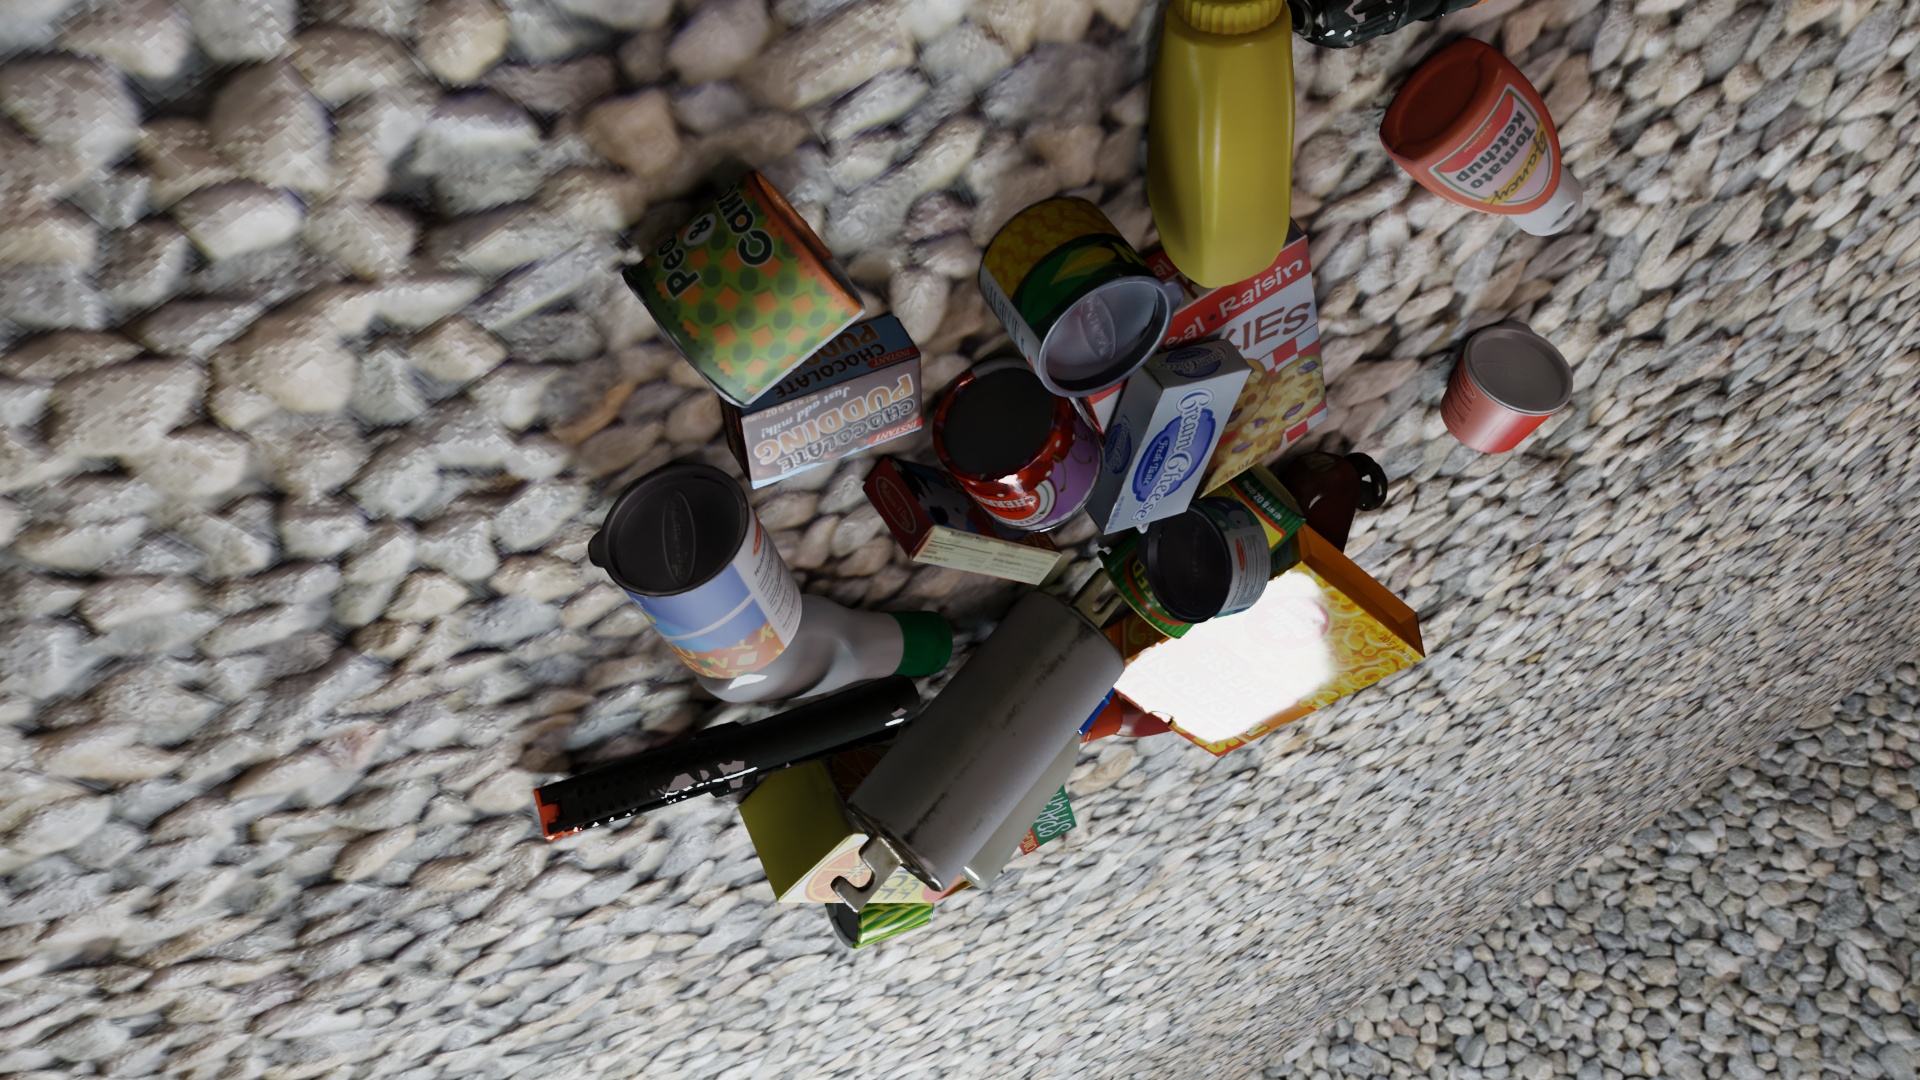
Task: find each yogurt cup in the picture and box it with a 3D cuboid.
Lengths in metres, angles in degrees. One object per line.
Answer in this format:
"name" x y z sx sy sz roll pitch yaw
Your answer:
"yogurt cup" 0.333 -0.090 0.857 0.072 0.072 0.053 -18 153 -20

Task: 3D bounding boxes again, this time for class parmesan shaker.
"parmesan shaker" 0.140 -0.002 0.812 0.103 0.071 0.071 -46 145 17

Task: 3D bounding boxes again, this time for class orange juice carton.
"orange juice carton" -0.042 0.185 0.901 0.073 0.072 0.193 -45 145 21

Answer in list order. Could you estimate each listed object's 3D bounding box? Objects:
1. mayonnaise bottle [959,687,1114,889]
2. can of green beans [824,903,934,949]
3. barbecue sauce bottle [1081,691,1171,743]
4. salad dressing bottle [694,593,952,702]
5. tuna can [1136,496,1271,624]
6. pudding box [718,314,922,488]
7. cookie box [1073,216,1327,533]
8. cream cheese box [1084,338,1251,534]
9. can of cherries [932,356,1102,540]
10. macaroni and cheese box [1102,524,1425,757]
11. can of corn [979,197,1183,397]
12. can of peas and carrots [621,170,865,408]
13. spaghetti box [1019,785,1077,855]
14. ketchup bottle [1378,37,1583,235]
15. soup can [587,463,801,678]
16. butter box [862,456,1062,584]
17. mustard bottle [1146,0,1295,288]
"mayonnaise bottle" 0.039 0.140 0.859 0.148 0.041 0.064 -51 140 -16
"can of green beans" -0.059 0.246 0.973 0.058 0.071 0.070 -11 142 -28
"barbecue sauce bottle" 0.132 0.110 0.974 0.149 0.044 0.064 -10 135 -29
"salad dressing bottle" -0.069 0.056 0.735 0.148 0.044 0.064 3 136 -44
"tuna can" 0.131 0.009 0.748 0.033 0.071 0.070 -9 141 -35
"pudding box" -0.060 -0.060 0.599 0.084 0.030 0.049 -21 147 -17
"cookie box" 0.120 -0.086 0.707 0.123 0.040 0.167 -32 149 1
"cream cheese box" 0.099 -0.050 0.674 0.053 0.024 0.103 -16 145 -25
"can of cherries" 0.027 -0.043 0.657 0.071 0.072 0.058 -35 147 5
"macaroni and cheese box" 0.185 0.067 0.880 0.123 0.040 0.166 34 130 -27
"can of corn" 0.052 -0.107 0.603 0.071 0.058 0.070 -22 146 -16
"can of peas and carrots" -0.078 -0.093 0.507 0.058 0.071 0.071 -38 147 7
"spaghetti box" 0.041 0.161 0.979 0.050 0.029 0.249 -28 147 -5
"ketchup bottle" 0.264 -0.190 0.685 0.149 0.044 0.064 12 127 -48
"soup can" -0.116 0.016 0.621 0.071 0.071 0.083 -28 148 -6
"butter box" 0.002 -0.009 0.698 0.103 0.053 0.024 12 124 -48
"mustard bottle" 0.105 -0.177 0.552 0.049 0.065 0.159 -20 142 -10
